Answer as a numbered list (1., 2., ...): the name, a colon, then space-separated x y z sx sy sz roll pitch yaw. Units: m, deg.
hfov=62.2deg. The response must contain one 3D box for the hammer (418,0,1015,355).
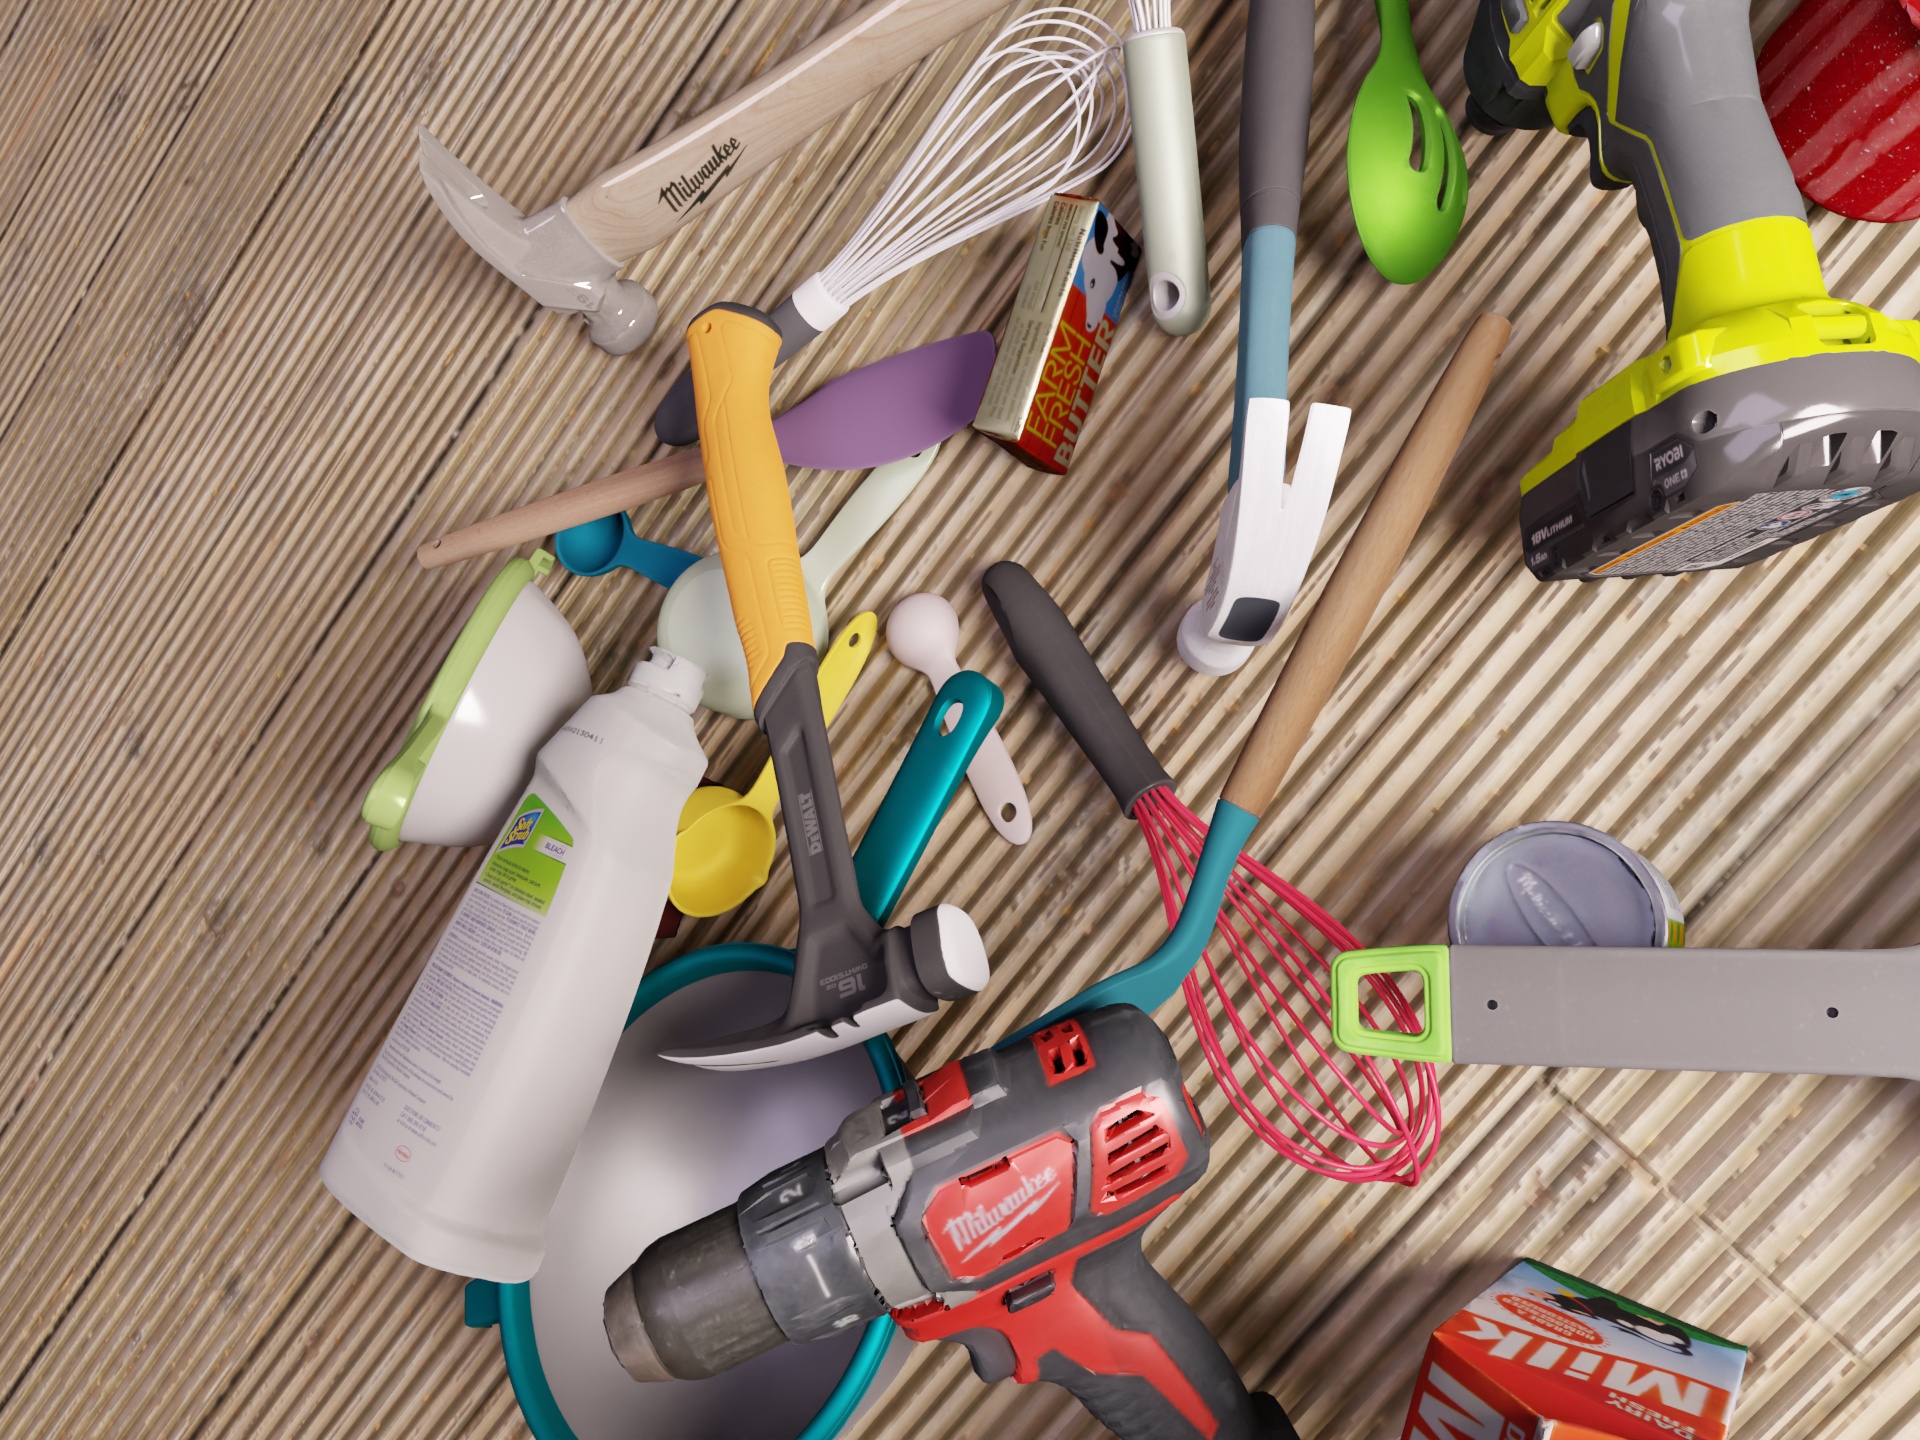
1. hammer: -0.041 -0.300 0.693 0.410 0.146 0.038 -25 59 19

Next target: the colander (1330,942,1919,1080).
1. colander: 0.295 0.077 0.406 0.397 0.094 0.204 -2 81 17

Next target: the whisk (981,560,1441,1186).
1. whisk: 0.081 0.045 0.599 0.073 0.073 0.296 -42 58 17

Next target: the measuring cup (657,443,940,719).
1. measuring cup: -0.072 -0.072 0.714 0.167 0.038 0.083 -47 70 11

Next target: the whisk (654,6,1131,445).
1. whisk: -0.039 -0.207 0.716 0.284 0.070 0.070 -34 67 26

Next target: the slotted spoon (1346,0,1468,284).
1. slotted spoon: 0.163 -0.315 0.620 0.031 0.070 0.314 -19 66 44

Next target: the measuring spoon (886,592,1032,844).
1. measuring spoon: -0.001 -0.002 0.676 0.034 0.018 0.124 -34 67 20

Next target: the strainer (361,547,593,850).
1. strainer: -0.205 0.014 0.698 0.069 0.256 0.151 26 97 -13

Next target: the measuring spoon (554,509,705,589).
1. measuring spoon: -0.142 -0.075 0.774 0.129 0.021 0.042 23 91 22

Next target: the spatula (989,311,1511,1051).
1. spatula: 0.096 0.001 0.532 0.044 0.082 0.317 28 89 30

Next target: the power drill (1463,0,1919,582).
1. power drill: 0.221 -0.164 0.510 0.080 0.171 0.223 -4 81 -8

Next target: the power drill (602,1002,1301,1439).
1. power drill: 0.013 0.215 0.503 0.188 0.080 0.226 -25 108 -1

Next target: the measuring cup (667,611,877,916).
1. measuring cup: -0.087 0.015 0.711 0.029 0.062 0.156 29 85 40

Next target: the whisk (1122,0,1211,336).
1. whisk: 0.075 -0.276 0.624 0.058 0.059 0.246 5 109 43

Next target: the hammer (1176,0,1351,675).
1. hammer: 0.116 -0.191 0.601 0.033 0.128 0.331 6 76 -2

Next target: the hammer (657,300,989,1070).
1. hammer: -0.080 -0.030 0.643 0.127 0.034 0.337 -24 61 21

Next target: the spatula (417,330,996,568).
1. spatula: -0.128 -0.117 0.750 0.316 0.018 0.060 -14 61 20

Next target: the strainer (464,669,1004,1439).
1. strainer: -0.050 0.146 0.641 0.211 0.095 0.340 22 81 42
